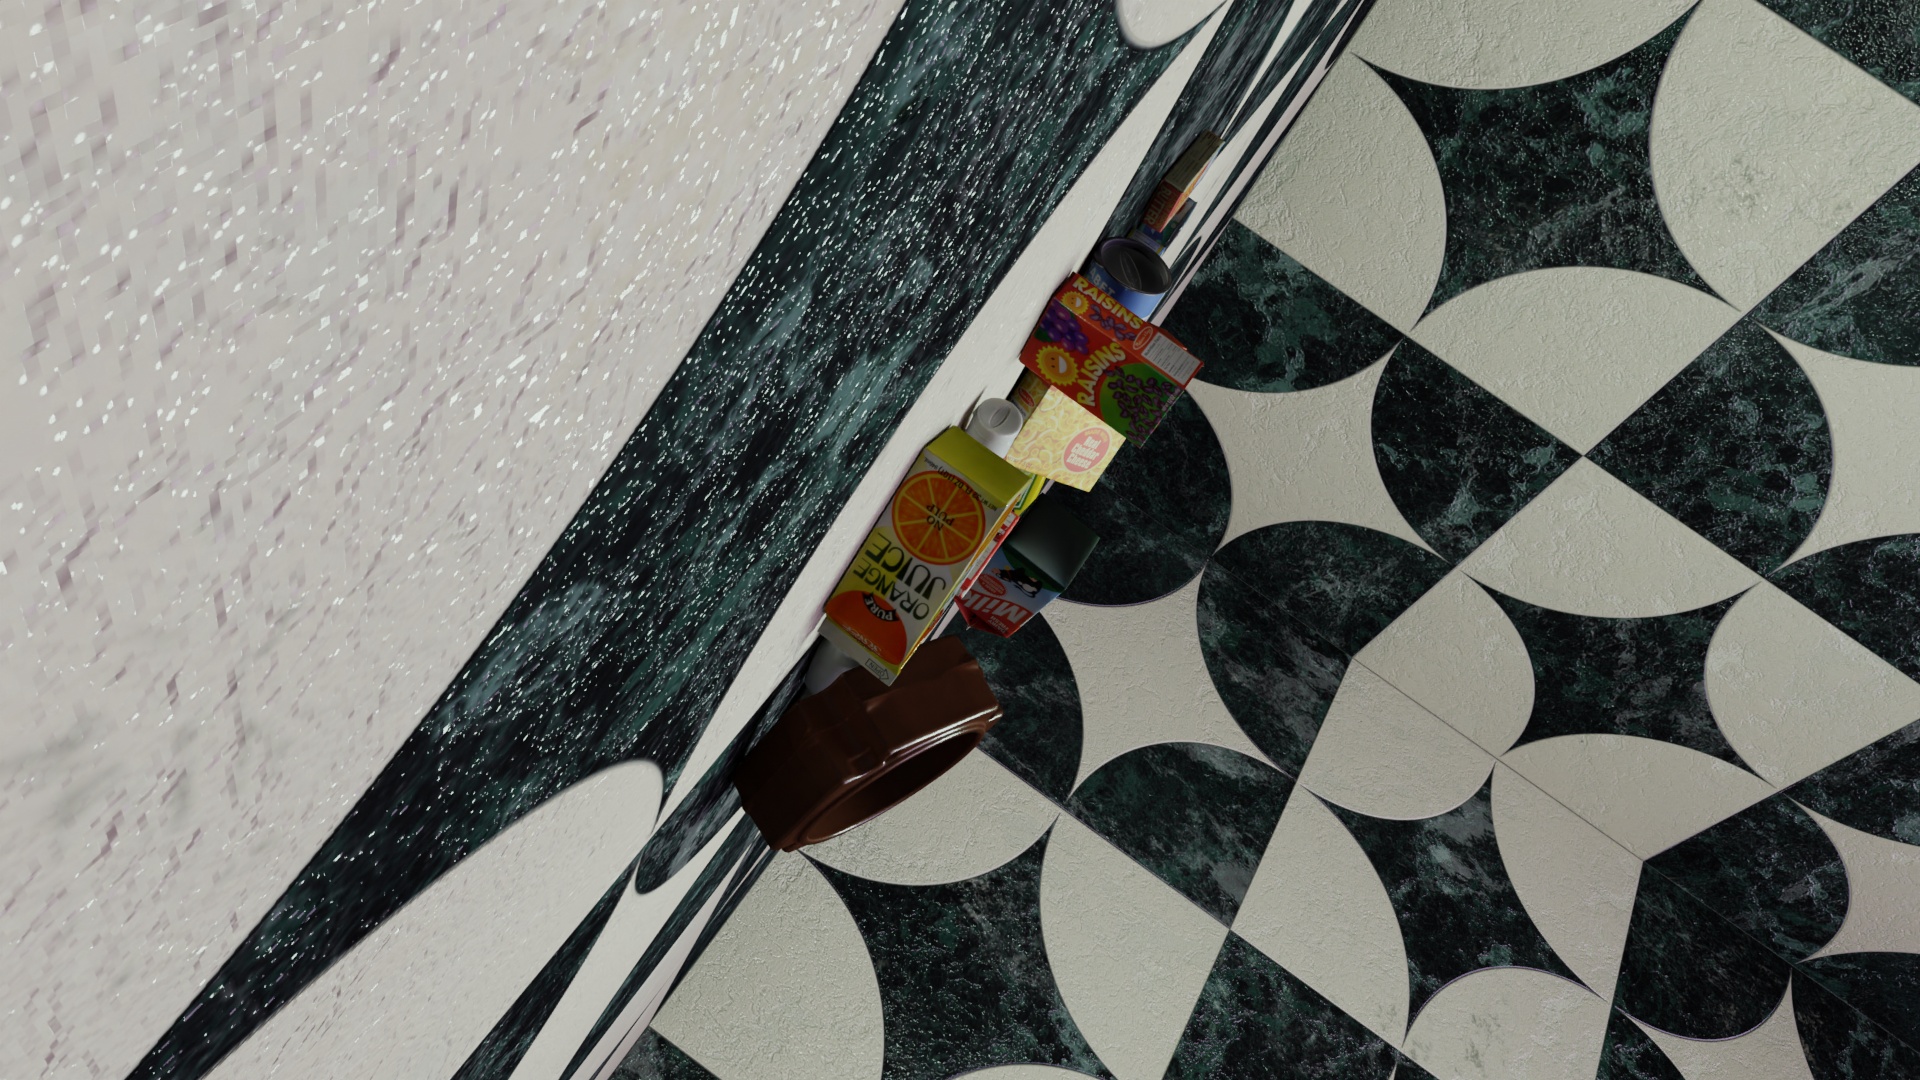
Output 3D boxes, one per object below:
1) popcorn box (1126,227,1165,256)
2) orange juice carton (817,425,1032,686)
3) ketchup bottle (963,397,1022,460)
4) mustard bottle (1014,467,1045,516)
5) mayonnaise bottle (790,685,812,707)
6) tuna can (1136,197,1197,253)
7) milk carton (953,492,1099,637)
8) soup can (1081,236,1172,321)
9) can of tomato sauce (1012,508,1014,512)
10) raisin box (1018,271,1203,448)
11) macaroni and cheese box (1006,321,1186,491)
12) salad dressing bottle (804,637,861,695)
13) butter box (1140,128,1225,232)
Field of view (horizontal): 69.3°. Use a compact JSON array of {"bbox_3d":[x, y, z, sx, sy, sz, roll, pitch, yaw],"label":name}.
[{"bbox_3d":[0.149,-0.238,1.327,0.085,0.038,0.126,-55,176,-5],"label":"popcorn box"},{"bbox_3d":[-0.033,0.017,1.012,0.192,0.072,0.073,-57,175,24],"label":"orange juice carton"},{"bbox_3d":[0.008,-0.057,1.103,0.065,0.043,0.148,-52,175,-35],"label":"ketchup bottle"},{"bbox_3d":[0.069,-0.090,1.494,0.160,0.065,0.049,-61,-179,10],"label":"mustard bottle"},{"bbox_3d":[-0.101,0.112,1.263,0.148,0.041,0.065,-54,172,6],"label":"mayonnaise bottle"},{"bbox_3d":[0.195,-0.305,1.338,0.071,0.033,0.071,-54,176,-5],"label":"tuna can"},{"bbox_3d":[0.055,0.034,1.377,0.073,0.073,0.189,-53,-177,-30],"label":"milk carton"},{"bbox_3d":[0.122,-0.198,1.143,0.072,0.071,0.083,-51,176,-44],"label":"soup can"},{"bbox_3d":[0.005,-0.016,1.277,0.070,0.071,0.083,-57,175,33],"label":"can of tomato sauce"},{"bbox_3d":[0.116,-0.141,1.088,0.040,0.123,0.085,-52,176,-33],"label":"raisin box"},{"bbox_3d":[0.115,-0.133,1.273,0.124,0.040,0.166,16,116,-41],"label":"macaroni and cheese box"},{"bbox_3d":[-0.093,0.090,1.141,0.064,0.044,0.147,-40,169,-28],"label":"salad dressing bottle"},{"bbox_3d":[0.205,-0.332,1.280,0.104,0.024,0.052,-52,175,-37],"label":"butter box"}]
